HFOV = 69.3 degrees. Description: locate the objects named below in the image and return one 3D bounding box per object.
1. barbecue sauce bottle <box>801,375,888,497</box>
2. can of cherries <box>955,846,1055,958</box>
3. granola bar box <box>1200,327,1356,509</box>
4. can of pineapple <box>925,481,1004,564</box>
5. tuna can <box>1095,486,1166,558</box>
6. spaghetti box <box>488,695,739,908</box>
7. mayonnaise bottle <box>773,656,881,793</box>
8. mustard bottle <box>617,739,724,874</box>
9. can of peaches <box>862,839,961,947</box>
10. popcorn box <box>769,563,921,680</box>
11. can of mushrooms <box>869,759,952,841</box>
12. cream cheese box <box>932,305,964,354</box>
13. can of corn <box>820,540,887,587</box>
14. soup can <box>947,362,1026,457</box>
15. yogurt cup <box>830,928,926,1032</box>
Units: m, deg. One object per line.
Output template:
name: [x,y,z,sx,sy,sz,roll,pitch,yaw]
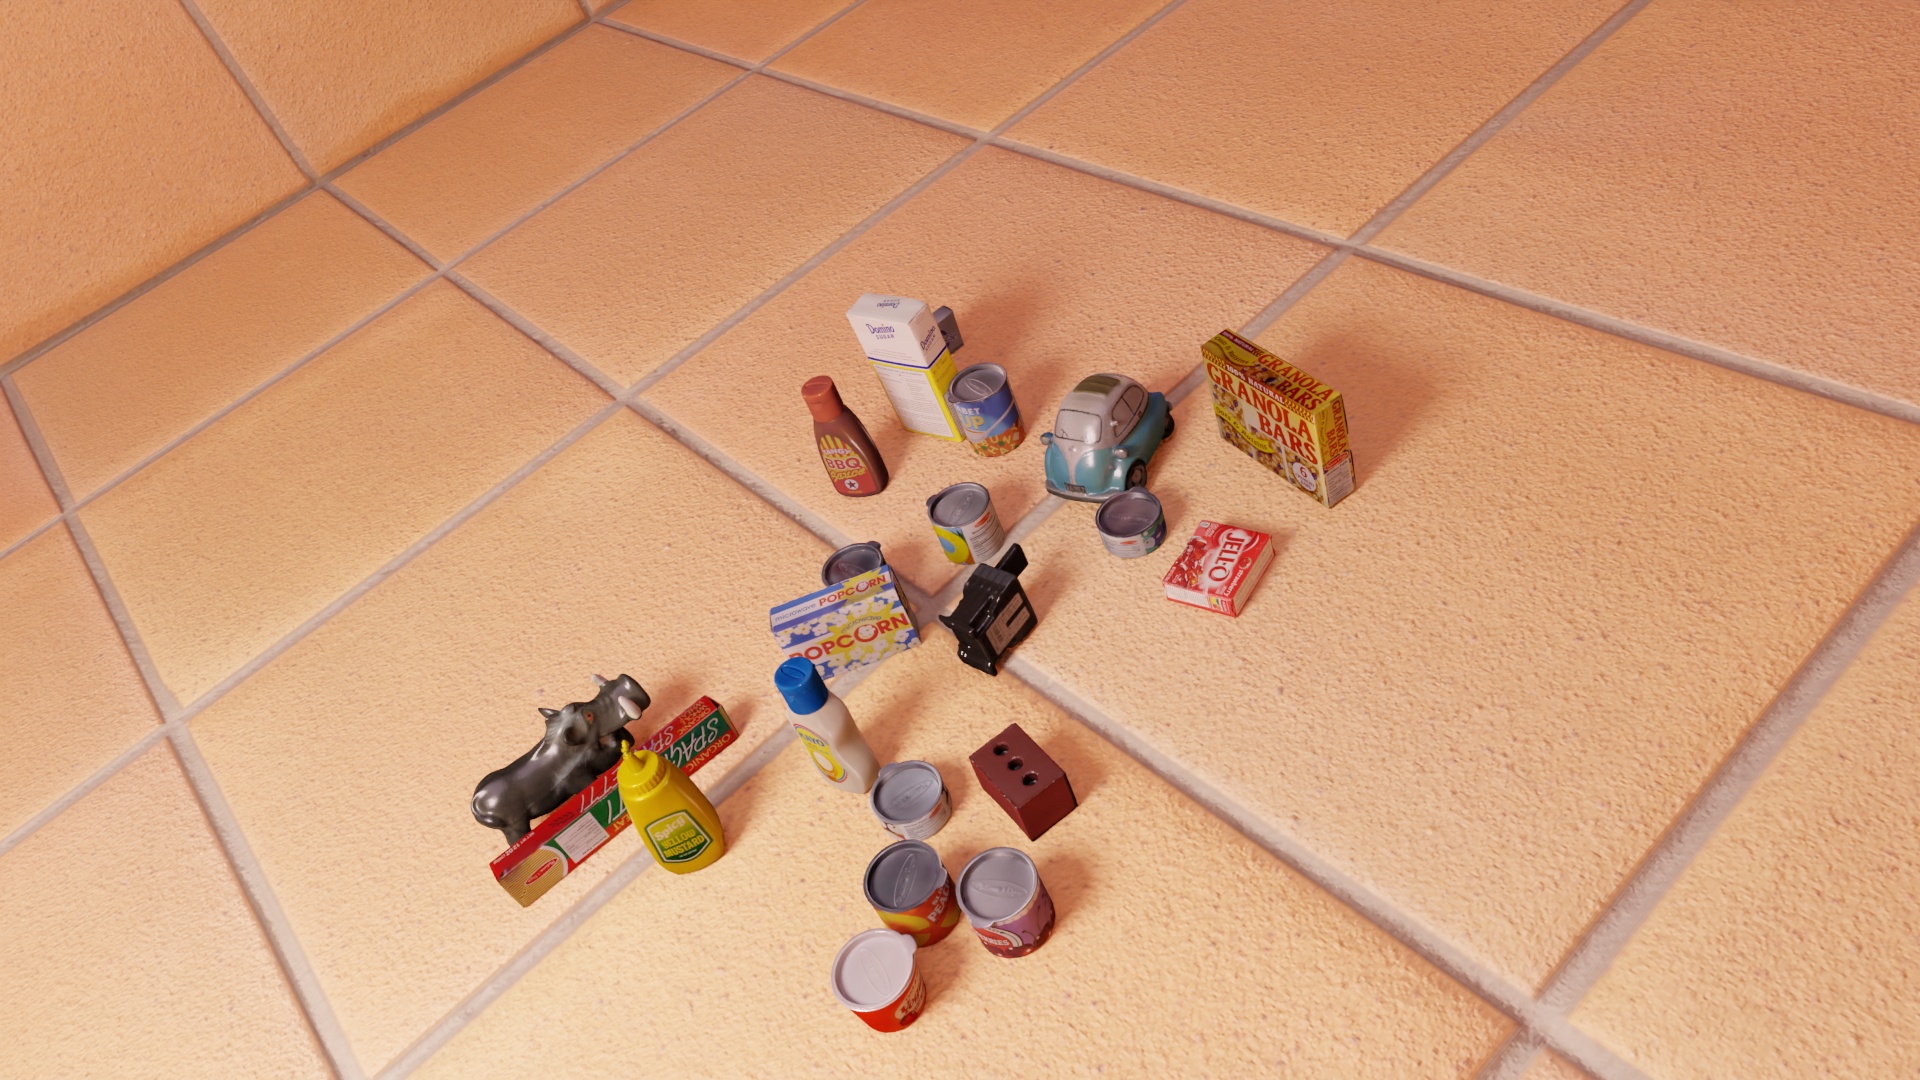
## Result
barbecue sauce bottle: [-0.130,-0.113,1.513,0.065,0.148,0.044,0,46,24]
can of cherries: [0.035,0.285,1.086,0.071,0.058,0.072,-12,42,12]
granola bar box: [0.308,-0.120,1.346,0.039,0.123,0.166,-33,42,-12]
can of pineapple: [0.005,-0.018,1.421,0.071,0.057,0.071,-12,42,12]
tuna can: [0.169,-0.018,1.368,0.071,0.032,0.071,-12,42,12]
spaghetti box: [-0.319,0.240,1.296,0.251,0.050,0.029,-39,43,-18]
mayonnaise bottle: [-0.120,0.162,1.217,0.065,0.147,0.041,16,54,36]
mustard bottle: [-0.259,0.226,1.201,0.065,0.159,0.049,-25,41,-3]
can of peaches: [-0.036,0.285,1.118,0.071,0.057,0.071,-12,42,12]
popcorn box: [-0.111,0.083,1.344,0.127,0.085,0.038,-21,41,2]
can of mushrooms: [-0.044,0.225,1.204,0.071,0.033,0.071,-12,42,12]
cream cheese box: [-0.046,-0.232,1.674,0.104,0.053,0.024,-38,43,-17]
can of corn: [-0.098,0.044,1.401,0.071,0.058,0.071,-12,42,12]
soup can: [0.028,-0.141,1.522,0.071,0.083,0.072,-12,42,12]
yogurt cup: [-0.060,0.342,1.071,0.072,0.053,0.073,-12,42,12]
